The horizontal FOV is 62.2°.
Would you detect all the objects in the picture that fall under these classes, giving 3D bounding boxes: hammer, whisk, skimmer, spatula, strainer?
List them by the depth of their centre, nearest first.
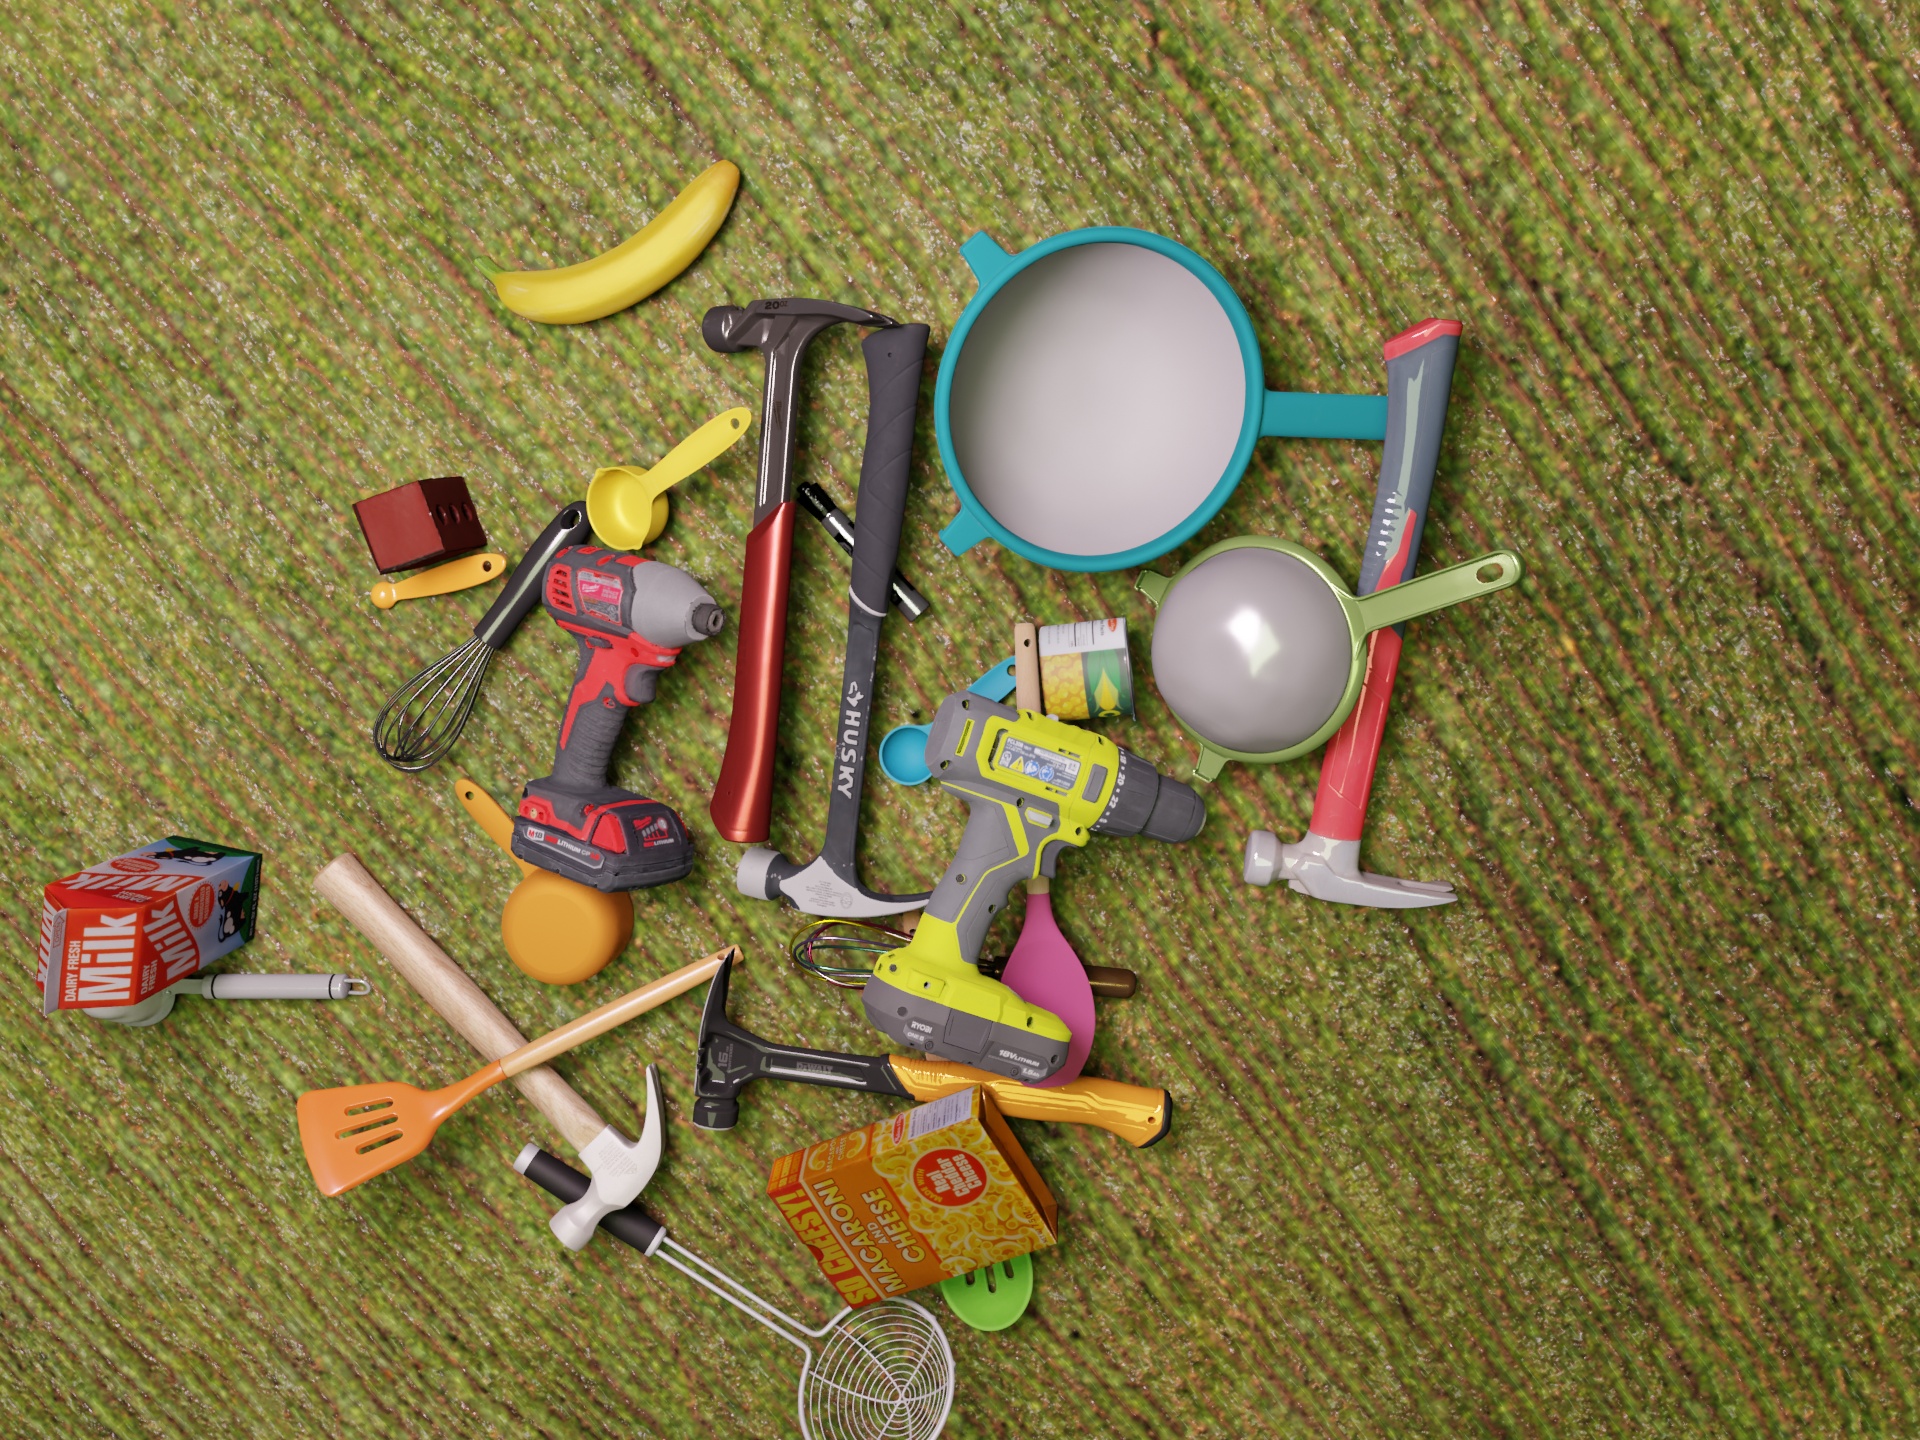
[{"bbox_3d":[0.219,-0.056,0.992,0.256,0.069,0.151,-19,86,36],"label":"strainer"},{"bbox_3d":[0.141,-0.207,1.031,0.340,0.095,0.211,-1,109,-15],"label":"strainer"},{"bbox_3d":[0.288,-0.063,1.036,0.143,0.038,0.386,8,106,4],"label":"hammer"},{"bbox_3d":[-0.121,-0.095,1.054,0.149,0.036,0.359,10,99,35],"label":"hammer"},{"bbox_3d":[-0.060,-0.060,1.069,0.149,0.036,0.409,12,103,18],"label":"hammer"},{"bbox_3d":[0.003,0.171,1.110,0.245,0.051,0.047,6,88,-5],"label":"whisk"},{"bbox_3d":[-0.018,0.246,1.119,0.337,0.034,0.127,8,97,3],"label":"hammer"},{"bbox_3d":[-0.335,-0.060,1.122,0.055,0.055,0.239,39,97,-1],"label":"whisk"},{"bbox_3d":[-0.304,0.233,1.127,0.322,0.041,0.081,-26,61,-7],"label":"spatula"},{"bbox_3d":[-0.172,0.414,1.159,0.363,0.090,0.127,32,73,2],"label":"skimmer"},{"bbox_3d":[-0.346,0.223,1.163,0.130,0.031,0.331,-44,88,-7],"label":"hammer"},{"bbox_3d":[-0.569,0.199,1.192,0.258,0.050,0.086,-1,115,3],"label":"strainer"}]

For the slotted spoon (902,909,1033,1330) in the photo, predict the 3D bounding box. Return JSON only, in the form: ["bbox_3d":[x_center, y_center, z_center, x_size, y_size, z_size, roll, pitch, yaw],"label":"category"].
[{"bbox_3d":[-0.004,0.289,1.152,0.070,0.031,0.313,-10,96,8],"label":"slotted spoon"}]

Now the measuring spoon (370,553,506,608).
[{"bbox_3d":[-0.370,-0.099,1.121,0.117,0.011,0.021,-12,90,20],"label":"measuring spoon"}]

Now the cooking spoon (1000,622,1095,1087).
[{"bbox_3d":[0.052,0.092,1.091,0.068,0.017,0.319,-3,91,-5],"label":"cooking spoon"}]

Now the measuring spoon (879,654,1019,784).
[{"bbox_3d":[-0.002,-0.004,1.111,0.128,0.021,0.042,-39,91,2],"label":"measuring spoon"}]

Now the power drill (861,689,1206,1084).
[{"bbox_3d":[0.047,0.112,1.043,0.190,0.080,0.228,20,87,-14],"label":"power drill"}]

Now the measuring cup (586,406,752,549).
[{"bbox_3d":[-0.189,-0.168,1.070,0.156,0.029,0.062,-29,89,30],"label":"measuring cup"}]

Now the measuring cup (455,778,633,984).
[{"bbox_3d":[-0.312,0.114,1.141,0.095,0.052,0.173,-39,96,11],"label":"measuring cup"}]

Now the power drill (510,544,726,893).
[{"bbox_3d":[-0.228,-0.002,1.082,0.143,0.078,0.219,15,100,32],"label":"power drill"}]
